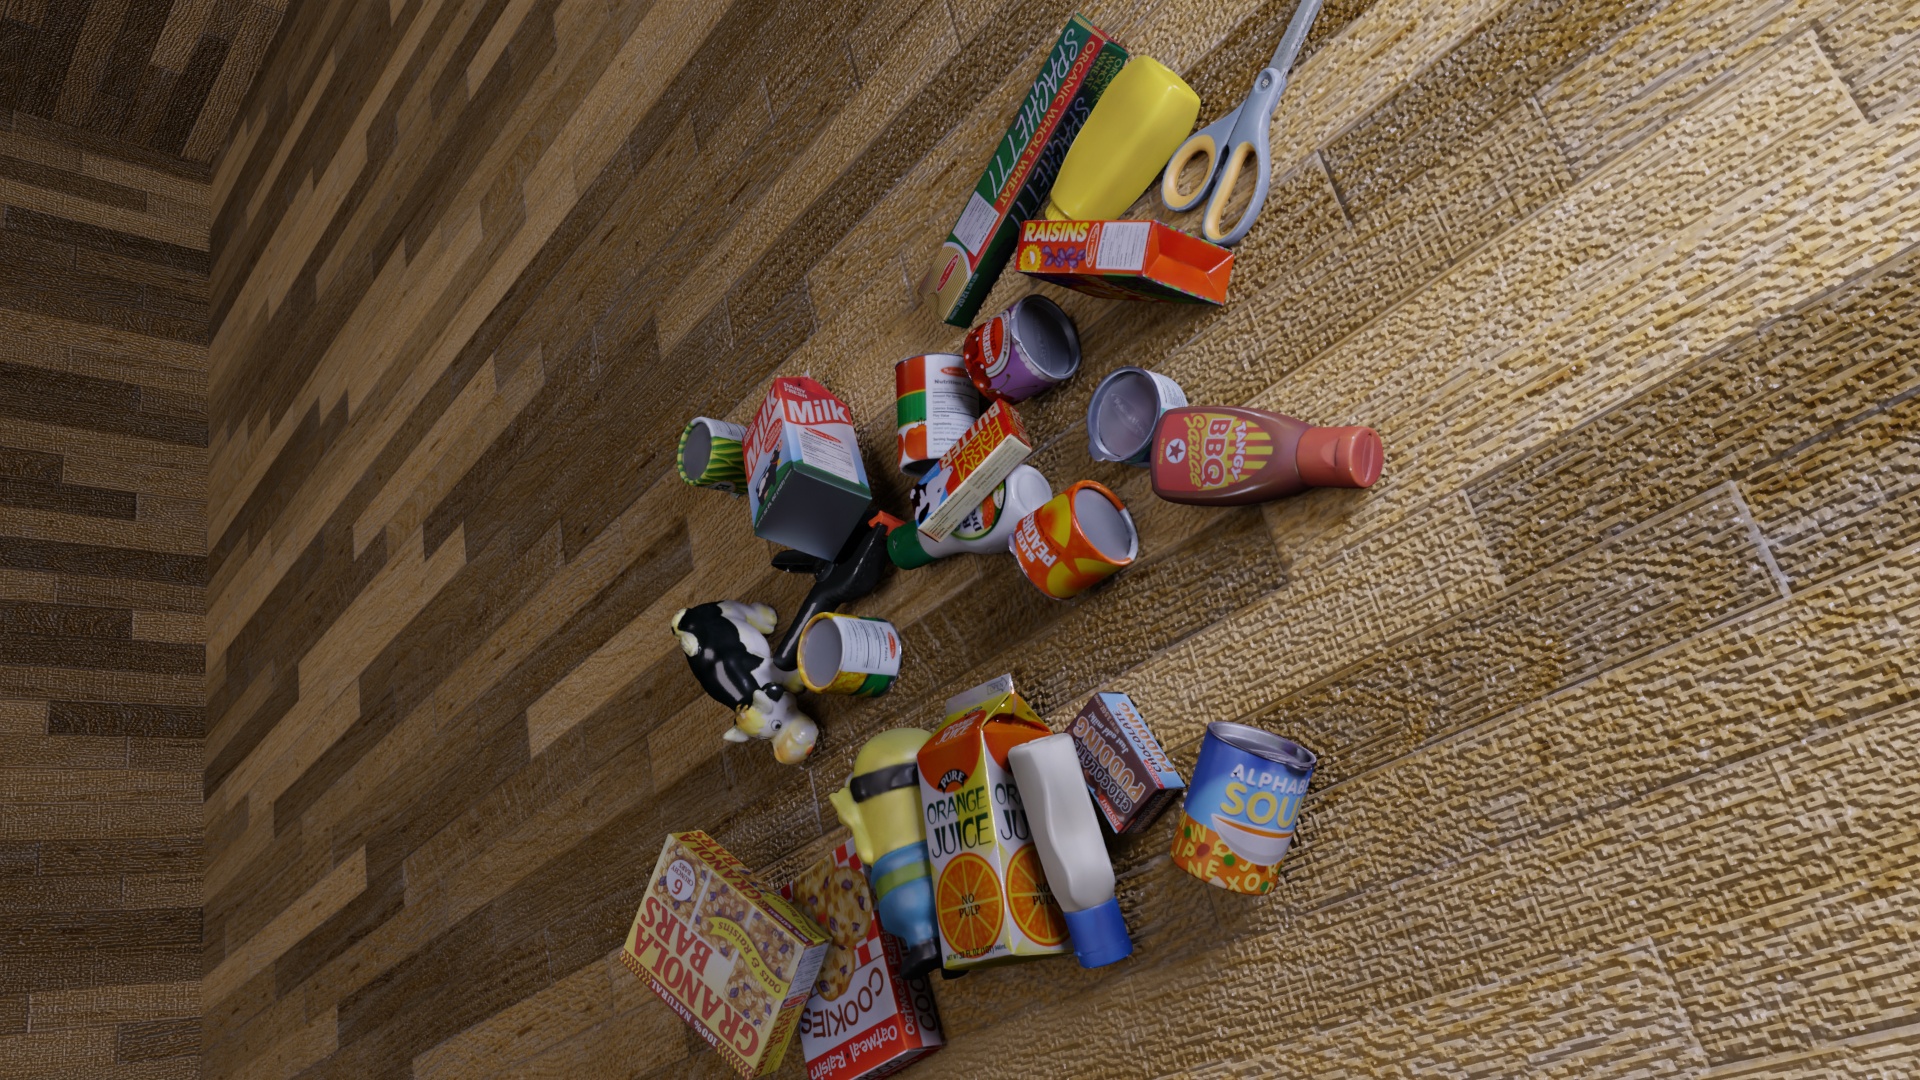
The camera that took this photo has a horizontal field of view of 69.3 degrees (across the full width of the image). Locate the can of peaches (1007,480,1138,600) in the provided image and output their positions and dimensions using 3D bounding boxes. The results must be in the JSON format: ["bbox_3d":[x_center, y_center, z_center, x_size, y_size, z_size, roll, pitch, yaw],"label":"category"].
[{"bbox_3d":[0.078,-0.001,0.950,0.058,0.071,0.071,-34,59,38],"label":"can of peaches"}]

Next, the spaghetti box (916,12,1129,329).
[{"bbox_3d":[0.045,-0.281,1.074,0.249,0.029,0.050,-58,46,23],"label":"spaghetti box"}]

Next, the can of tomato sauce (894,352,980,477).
[{"bbox_3d":[-0.017,-0.095,1.079,0.071,0.071,0.083,-15,72,46],"label":"can of tomato sauce"}]

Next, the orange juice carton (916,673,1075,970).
[{"bbox_3d":[0.025,0.194,0.968,0.071,0.073,0.193,-28,62,43],"label":"orange juice carton"}]

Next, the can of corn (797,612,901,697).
[{"bbox_3d":[-0.093,0.094,1.129,0.071,0.058,0.071,-12,73,46],"label":"can of corn"}]

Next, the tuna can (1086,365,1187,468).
[{"bbox_3d":[0.120,-0.082,0.948,0.071,0.033,0.071,-12,74,46],"label":"tuna can"}]

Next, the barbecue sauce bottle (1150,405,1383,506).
[{"bbox_3d":[0.187,-0.052,0.859,0.148,0.044,0.065,4,85,48],"label":"barbecue sauce bottle"}]

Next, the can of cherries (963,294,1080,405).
[{"bbox_3d":[0.043,-0.139,1.016,0.058,0.071,0.071,-24,65,44],"label":"can of cherries"}]

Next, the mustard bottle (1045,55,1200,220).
[{"bbox_3d":[0.103,-0.263,0.991,0.159,0.049,0.065,-52,46,29],"label":"mustard bottle"}]

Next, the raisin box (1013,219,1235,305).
[{"bbox_3d":[0.109,-0.190,0.942,0.123,0.086,0.040,14,95,48],"label":"raisin box"}]

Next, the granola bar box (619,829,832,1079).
[{"bbox_3d":[-0.190,0.329,1.115,0.166,0.039,0.124,29,102,33],"label":"granola bar box"}]

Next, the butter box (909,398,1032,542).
[{"bbox_3d":[0.007,-0.051,1.015,0.103,0.024,0.053,-45,31,20],"label":"butter box"}]

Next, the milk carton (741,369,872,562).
[{"bbox_3d":[-0.135,-0.073,1.180,0.072,0.073,0.191,-56,29,25],"label":"milk carton"}]

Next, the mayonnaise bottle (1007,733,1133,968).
[{"bbox_3d":[0.073,0.202,0.912,0.064,0.041,0.148,140,112,-73],"label":"mayonnaise bottle"}]

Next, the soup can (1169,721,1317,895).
[{"bbox_3d":[0.168,0.158,0.820,0.071,0.071,0.083,23,101,48],"label":"soup can"}]

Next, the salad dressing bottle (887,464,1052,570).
[{"bbox_3d":[0.004,-0.013,1.054,0.147,0.044,0.064,-23,59,43],"label":"salad dressing bottle"}]

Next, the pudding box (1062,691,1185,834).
[{"bbox_3d":[0.106,0.147,0.920,0.049,0.030,0.084,-54,47,28],"label":"pudding box"}]

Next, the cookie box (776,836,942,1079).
[{"bbox_3d":[-0.083,0.333,1.086,0.122,0.040,0.168,-41,54,36],"label":"cookie box"}]

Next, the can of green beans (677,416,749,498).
[{"bbox_3d":[-0.227,-0.080,1.313,0.071,0.058,0.071,-12,74,47],"label":"can of green beans"}]
